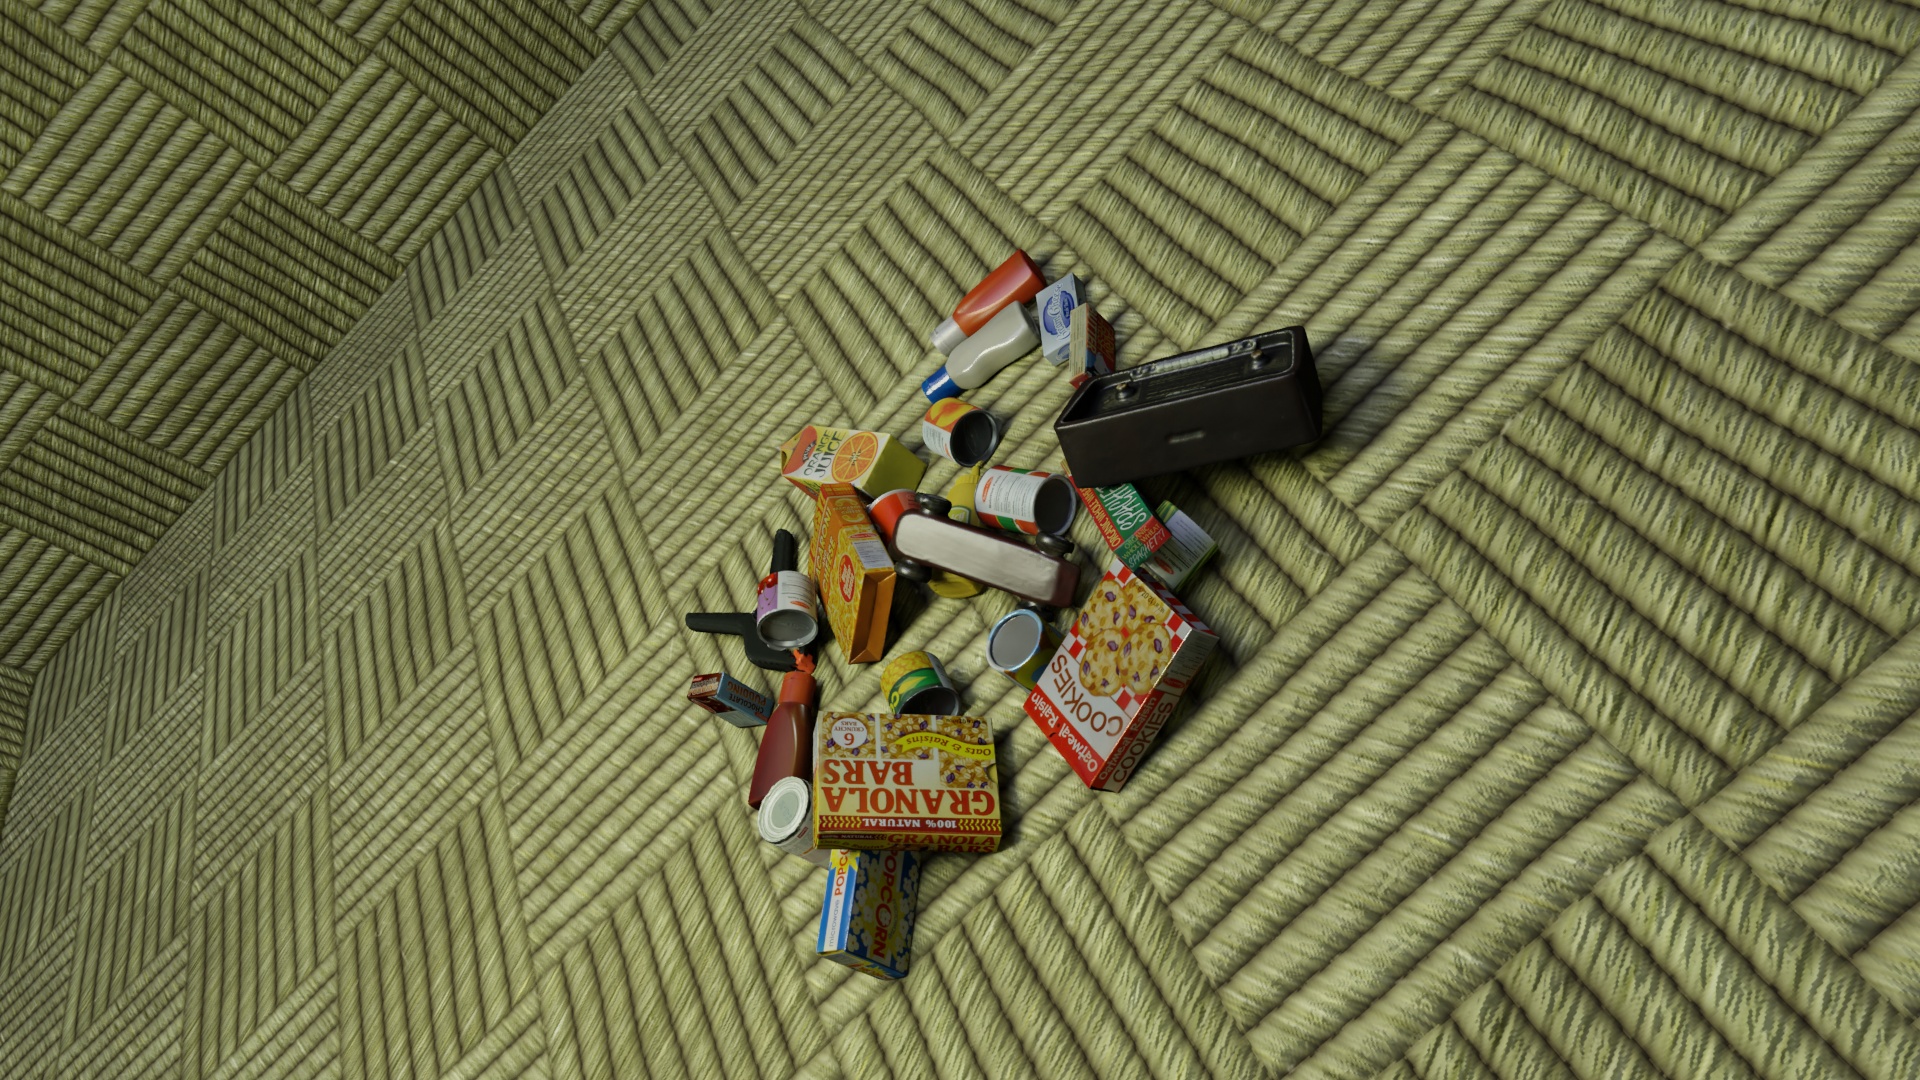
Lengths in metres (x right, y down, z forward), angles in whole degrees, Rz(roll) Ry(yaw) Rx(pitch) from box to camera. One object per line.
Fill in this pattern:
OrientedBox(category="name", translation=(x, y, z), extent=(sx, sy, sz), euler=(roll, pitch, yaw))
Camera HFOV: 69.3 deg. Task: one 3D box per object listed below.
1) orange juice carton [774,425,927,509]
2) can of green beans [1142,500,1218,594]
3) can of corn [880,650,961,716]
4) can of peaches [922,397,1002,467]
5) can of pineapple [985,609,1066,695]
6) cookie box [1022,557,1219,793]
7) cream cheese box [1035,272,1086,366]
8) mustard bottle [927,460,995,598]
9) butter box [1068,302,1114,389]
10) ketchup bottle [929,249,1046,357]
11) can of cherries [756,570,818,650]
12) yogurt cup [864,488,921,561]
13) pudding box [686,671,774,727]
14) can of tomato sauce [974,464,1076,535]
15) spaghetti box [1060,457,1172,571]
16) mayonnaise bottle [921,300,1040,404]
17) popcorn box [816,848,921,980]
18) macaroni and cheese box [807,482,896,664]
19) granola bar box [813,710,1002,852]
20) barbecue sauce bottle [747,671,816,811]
OrientedBox(category="orange juice carton", translation=(-0.138, -0.083, 1.623), extent=(0.192, 0.071, 0.073), euler=(10, 68, 46))
OrientedBox(category="can of green beans", translation=(0.191, 0.006, 1.258), extent=(0.058, 0.071, 0.071), euler=(-48, 40, 3))
OrientedBox(category="can of corn", translation=(-0.042, 0.152, 1.363), extent=(0.071, 0.071, 0.058), euler=(-43, 40, 10))
OrientedBox(category="can of peaches", translation=(0.002, -0.120, 1.528), extent=(0.058, 0.071, 0.071), euler=(28, 83, 50))
OrientedBox(category="can of pineapple", translation=(0.067, 0.104, 1.306), extent=(0.071, 0.057, 0.071), euler=(-24, 47, 29))
OrientedBox(category="cookie box", translation=(0.136, 0.117, 1.218), extent=(0.167, 0.040, 0.123), euler=(-59, 38, 13))
OrientedBox(category="cream cheese box", translation=(0.115, -0.246, 1.546), extent=(0.053, 0.024, 0.104), euler=(-28, 45, 27))
OrientedBox(category="mustard bottle", translation=(0.005, -0.018, 1.460), extent=(0.065, 0.048, 0.161), euler=(-10, 55, 32))
OrientedBox(category="butter box", translation=(0.139, -0.197, 1.466), extent=(0.024, 0.053, 0.104), euler=(-23, 47, 34))
OrientedBox(category="ketchup bottle", translation=(0.030, -0.275, 1.631), extent=(0.148, 0.043, 0.065), euler=(-37, 41, 16))
OrientedBox(category="can of cherries", translation=(-0.191, 0.077, 1.518), extent=(0.071, 0.071, 0.059), euler=(-31, 43, 23))
OrientedBox(category="yogurt cup", translation=(-0.063, -0.014, 1.511), extent=(0.072, 0.072, 0.054), euler=(-40, 50, 13))
OrientedBox(category="pudding box", translation=(-0.252, 0.176, 1.528), extent=(0.049, 0.083, 0.030), euler=(-11, 54, 38))
OrientedBox(category="can of tomato sauce", translation=(0.067, -0.039, 1.408), extent=(0.083, 0.071, 0.071), euler=(11, 70, 46))
OrientedBox(category="spaghetti box", translation=(0.142, -0.042, 1.303), extent=(0.050, 0.028, 0.251), euler=(-43, 20, 10))
OrientedBox(category="mayonnaise bottle", translation=(0.022, -0.209, 1.594), extent=(0.147, 0.041, 0.065), euler=(-36, 41, 19))
OrientedBox(category="popcorn box", translation=(-0.081, 0.324, 1.260), extent=(0.038, 0.085, 0.127), euler=(-19, 50, 35))
OrientedBox(category="macaroni and cheese box", translation=(-0.120, 0.033, 1.495), extent=(0.167, 0.040, 0.123), euler=(-122, 36, -48))
OrientedBox(category="granola bar box", translation=(-0.050, 0.219, 1.262), extent=(0.038, 0.166, 0.125), euler=(105, 165, -49))
OrientedBox(category="barbecue sauce bottle", translation=(-0.182, 0.212, 1.469), extent=(0.064, 0.043, 0.149), euler=(-17, 50, 34))
